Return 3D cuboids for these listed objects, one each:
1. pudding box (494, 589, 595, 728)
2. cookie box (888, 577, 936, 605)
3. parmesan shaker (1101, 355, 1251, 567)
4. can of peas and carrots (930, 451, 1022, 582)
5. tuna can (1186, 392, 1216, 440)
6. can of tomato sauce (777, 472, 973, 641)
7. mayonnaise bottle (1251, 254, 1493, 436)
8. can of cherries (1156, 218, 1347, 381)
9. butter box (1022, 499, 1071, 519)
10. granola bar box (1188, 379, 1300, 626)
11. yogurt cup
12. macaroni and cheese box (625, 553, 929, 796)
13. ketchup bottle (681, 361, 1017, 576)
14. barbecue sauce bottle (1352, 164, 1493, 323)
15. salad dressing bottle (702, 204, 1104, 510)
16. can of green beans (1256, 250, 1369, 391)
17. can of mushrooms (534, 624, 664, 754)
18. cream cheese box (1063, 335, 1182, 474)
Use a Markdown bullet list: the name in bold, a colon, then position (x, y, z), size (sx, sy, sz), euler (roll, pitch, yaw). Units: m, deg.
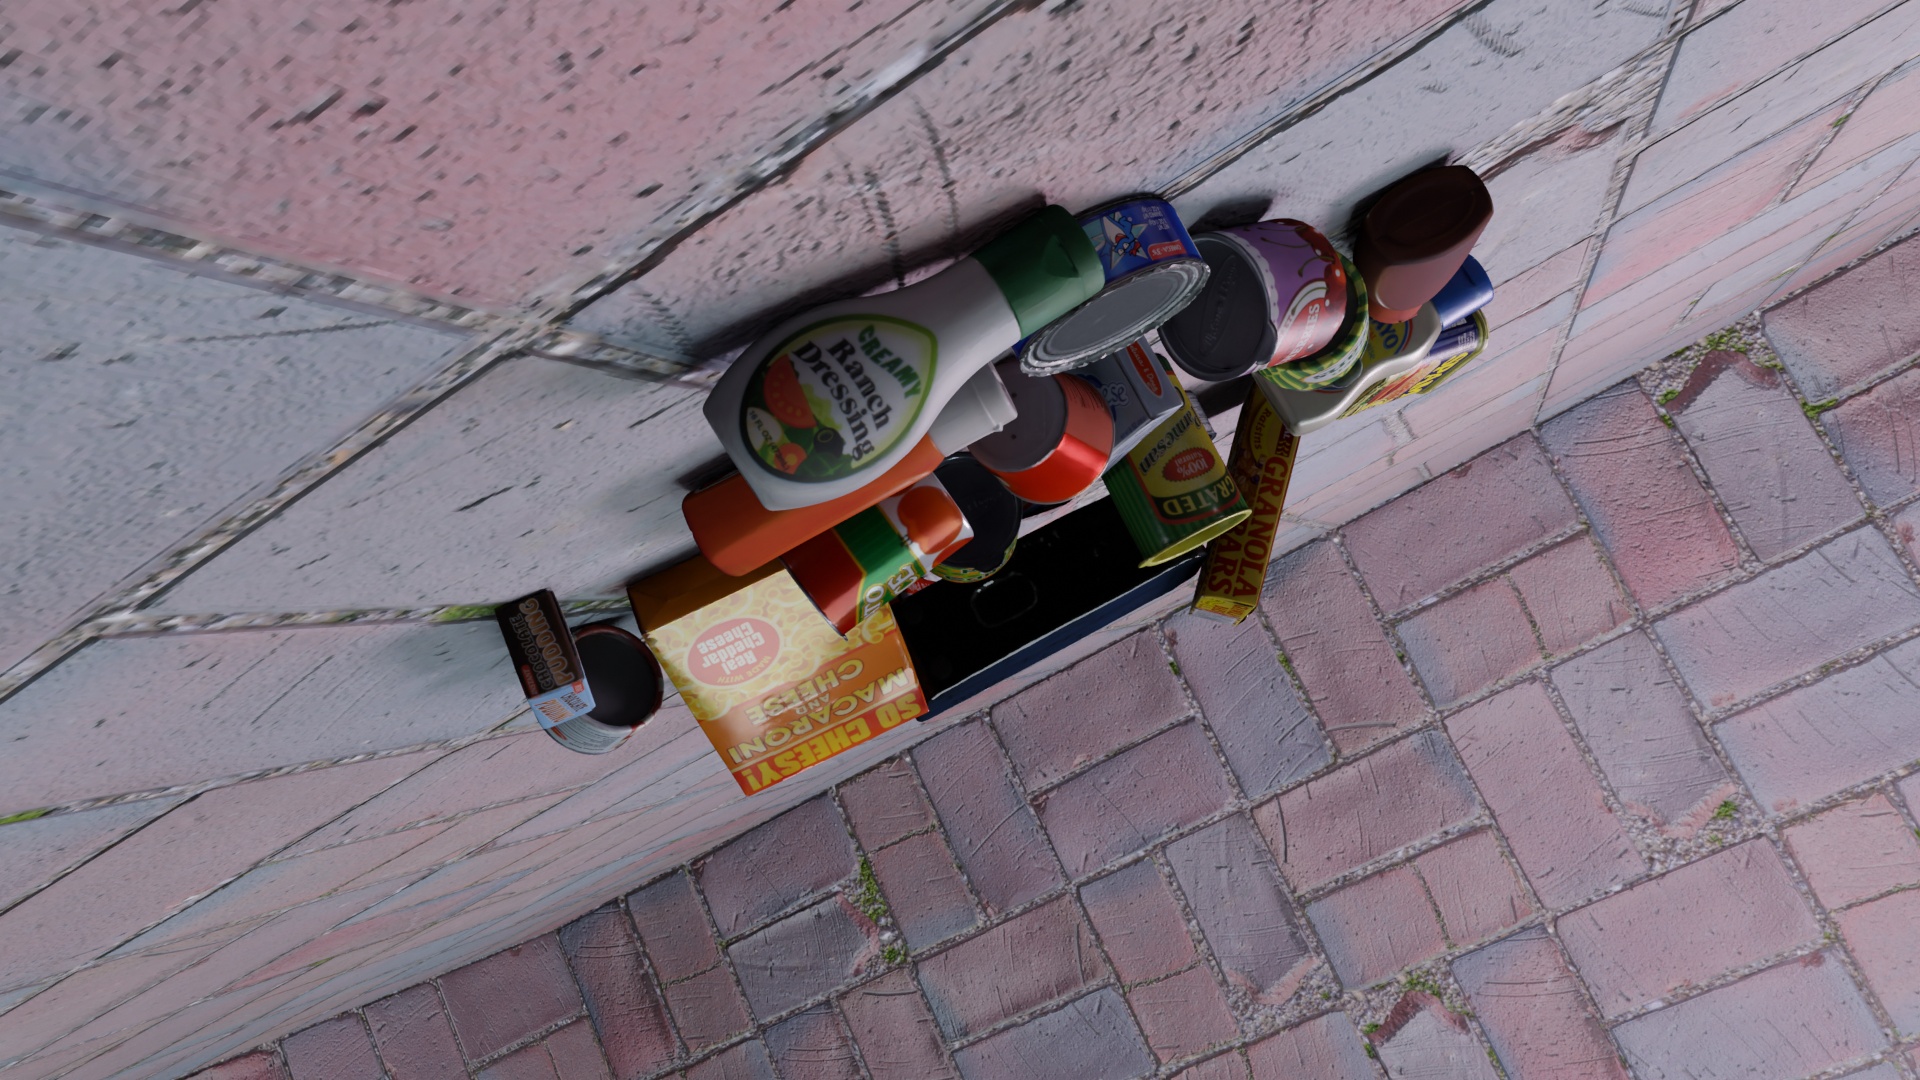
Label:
- **pudding box**: position (-0.207, 0.061, 0.696), size (0.030, 0.050, 0.083), euler (-21, 169, -17)
- **cookie box**: position (-0.101, 0.078, 1.070), size (0.167, 0.040, 0.123), euler (-27, 169, 10)
- **parmesan shaker**: position (0.109, -0.045, 0.788), size (0.071, 0.103, 0.071), euler (-26, 169, -5)
- **can of peas and carrots**: position (0.003, -0.010, 0.793), size (0.071, 0.071, 0.058), euler (-25, 170, -5)
- **tuna can**: position (0.132, -0.068, 0.925), size (0.071, 0.033, 0.071), euler (-25, 170, -5)
- **can of tomato sauce**: position (-0.044, -0.002, 0.684), size (0.083, 0.071, 0.071), euler (-37, 170, -4)
- **mayonnaise bottle**: position (0.258, -0.127, 0.869), size (0.148, 0.065, 0.041), euler (-31, 165, 4)
- **can of cherries**: position (0.131, -0.107, 0.622), size (0.058, 0.071, 0.071), euler (-18, 167, -37)
- **butter box**: position (0.072, -0.047, 0.908), size (0.053, 0.024, 0.103), euler (-20, 168, -35)
- **granola bar box**: position (0.202, -0.028, 0.971), size (0.039, 0.165, 0.124), euler (15, 172, 7)
- **yogurt cup**: position (0.035, -0.055, 0.675), size (0.072, 0.072, 0.054), euler (-29, 161, 17)
- **macaroni and cheese box**: position (-0.097, 0.063, 0.784), size (0.124, 0.040, 0.165), euler (-25, 138, -6)
- **ketchup bottle**: position (-0.047, -0.035, 0.620), size (0.149, 0.043, 0.065), euler (-27, 176, 6)
- **barbecue sauce bottle**: position (0.241, -0.152, 0.747), size (0.065, 0.044, 0.148), euler (-27, 170, 7)
- **salad dressing bottle**: position (-0.018, -0.068, 0.497), size (0.148, 0.064, 0.044), euler (-33, -171, -7)
- **can of green beans**: position (0.174, -0.113, 0.709), size (0.071, 0.071, 0.058), euler (-29, 169, 13)
- **can of mushrooms**: position (-0.200, 0.080, 0.770), size (0.071, 0.071, 0.033), euler (-14, 163, -48)
- **cream cheese box**: position (0.070, -0.067, 0.723), size (0.024, 0.053, 0.103), euler (-22, 169, -29)
